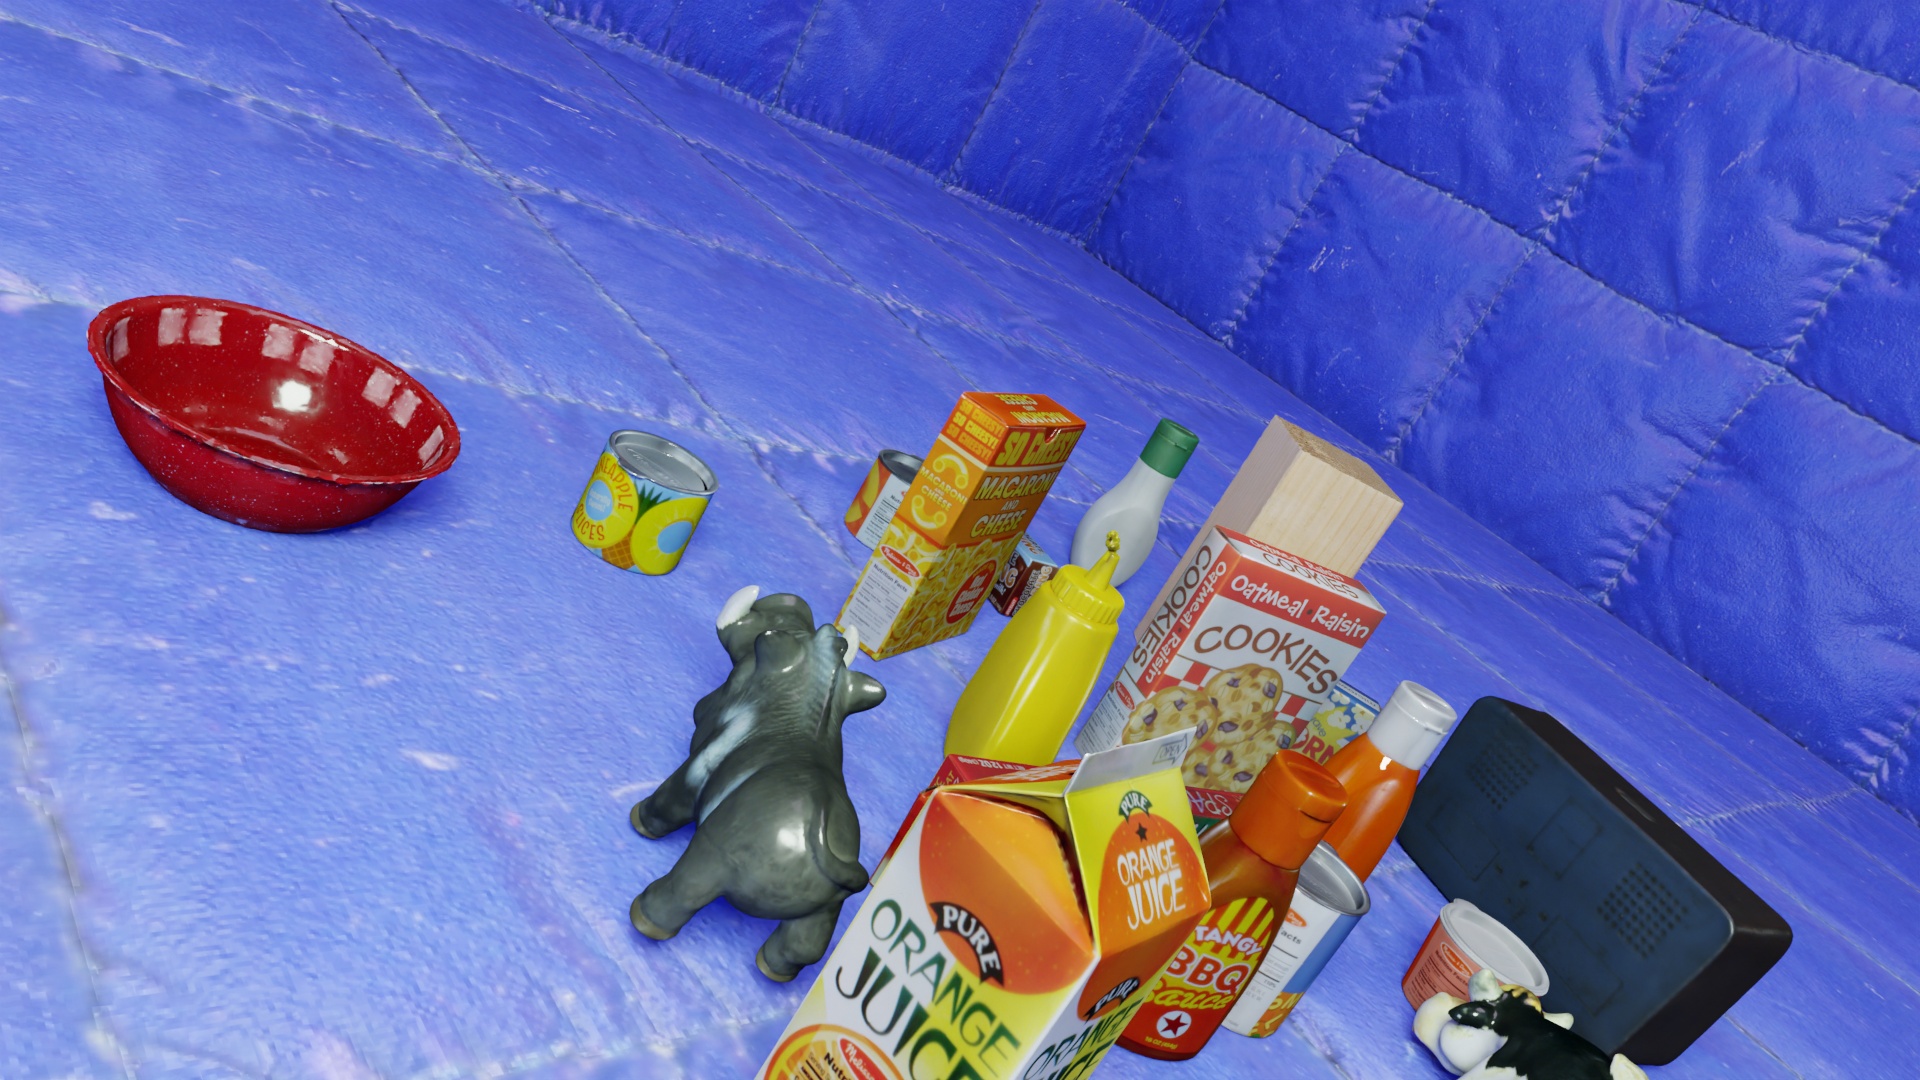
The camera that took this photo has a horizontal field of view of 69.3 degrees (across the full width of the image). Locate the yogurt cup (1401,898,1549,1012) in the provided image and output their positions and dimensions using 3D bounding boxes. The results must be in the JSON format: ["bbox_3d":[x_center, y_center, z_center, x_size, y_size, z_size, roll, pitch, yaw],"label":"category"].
[{"bbox_3d":[0.289,0.249,0.788,0.072,0.053,0.072,27,18,-10],"label":"yogurt cup"}]

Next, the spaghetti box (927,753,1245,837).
[{"bbox_3d":[0.082,0.152,0.734,0.250,0.050,0.029,15,23,-39],"label":"spaghetti box"}]

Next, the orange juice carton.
[{"bbox_3d":[0.009,0.137,0.439,0.073,0.192,0.072,41,21,30],"label":"orange juice carton"}]

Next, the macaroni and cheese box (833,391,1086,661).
[{"bbox_3d":[0.003,-0.011,0.858,0.040,0.166,0.124,36,19,19],"label":"macaroni and cheese box"}]

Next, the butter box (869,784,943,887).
[{"bbox_3d":[0.012,0.159,0.606,0.104,0.053,0.024,38,19,22],"label":"butter box"}]

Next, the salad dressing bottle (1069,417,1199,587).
[{"bbox_3d":[0.146,-0.031,1.155,0.064,0.147,0.044,24,19,-18],"label":"salad dressing bottle"}]

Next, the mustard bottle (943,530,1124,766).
[{"bbox_3d":[0.047,0.064,0.737,0.049,0.159,0.065,22,20,-25],"label":"mustard bottle"}]

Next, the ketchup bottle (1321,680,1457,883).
[{"bbox_3d":[0.231,0.151,0.808,0.065,0.148,0.044,25,19,-16],"label":"ketchup bottle"}]

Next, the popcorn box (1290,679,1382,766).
[{"bbox_3d":[0.217,0.119,0.970,0.127,0.085,0.038,32,18,6],"label":"popcorn box"}]

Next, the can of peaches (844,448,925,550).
[{"bbox_3d":[-0.042,-0.025,0.998,0.071,0.058,0.071,27,18,-10],"label":"can of peaches"}]

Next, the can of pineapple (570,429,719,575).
[{"bbox_3d":[-0.180,-0.022,0.782,0.071,0.057,0.071,27,18,-10],"label":"can of pineapple"}]

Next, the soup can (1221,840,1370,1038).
[{"bbox_3d":[0.152,0.191,0.687,0.071,0.083,0.071,27,18,-10],"label":"soup can"}]

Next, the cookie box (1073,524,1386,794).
[{"bbox_3d":[0.165,0.083,0.854,0.123,0.167,0.040,20,20,-29],"label":"cookie box"}]

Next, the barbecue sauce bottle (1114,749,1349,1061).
[{"bbox_3d":[0.114,0.159,0.609,0.065,0.148,0.044,23,19,-21],"label":"barbecue sauce bottle"}]

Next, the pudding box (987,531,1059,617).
[{"bbox_3d":[0.033,0.015,1.021,0.030,0.049,0.084,16,23,-37],"label":"pudding box"}]
